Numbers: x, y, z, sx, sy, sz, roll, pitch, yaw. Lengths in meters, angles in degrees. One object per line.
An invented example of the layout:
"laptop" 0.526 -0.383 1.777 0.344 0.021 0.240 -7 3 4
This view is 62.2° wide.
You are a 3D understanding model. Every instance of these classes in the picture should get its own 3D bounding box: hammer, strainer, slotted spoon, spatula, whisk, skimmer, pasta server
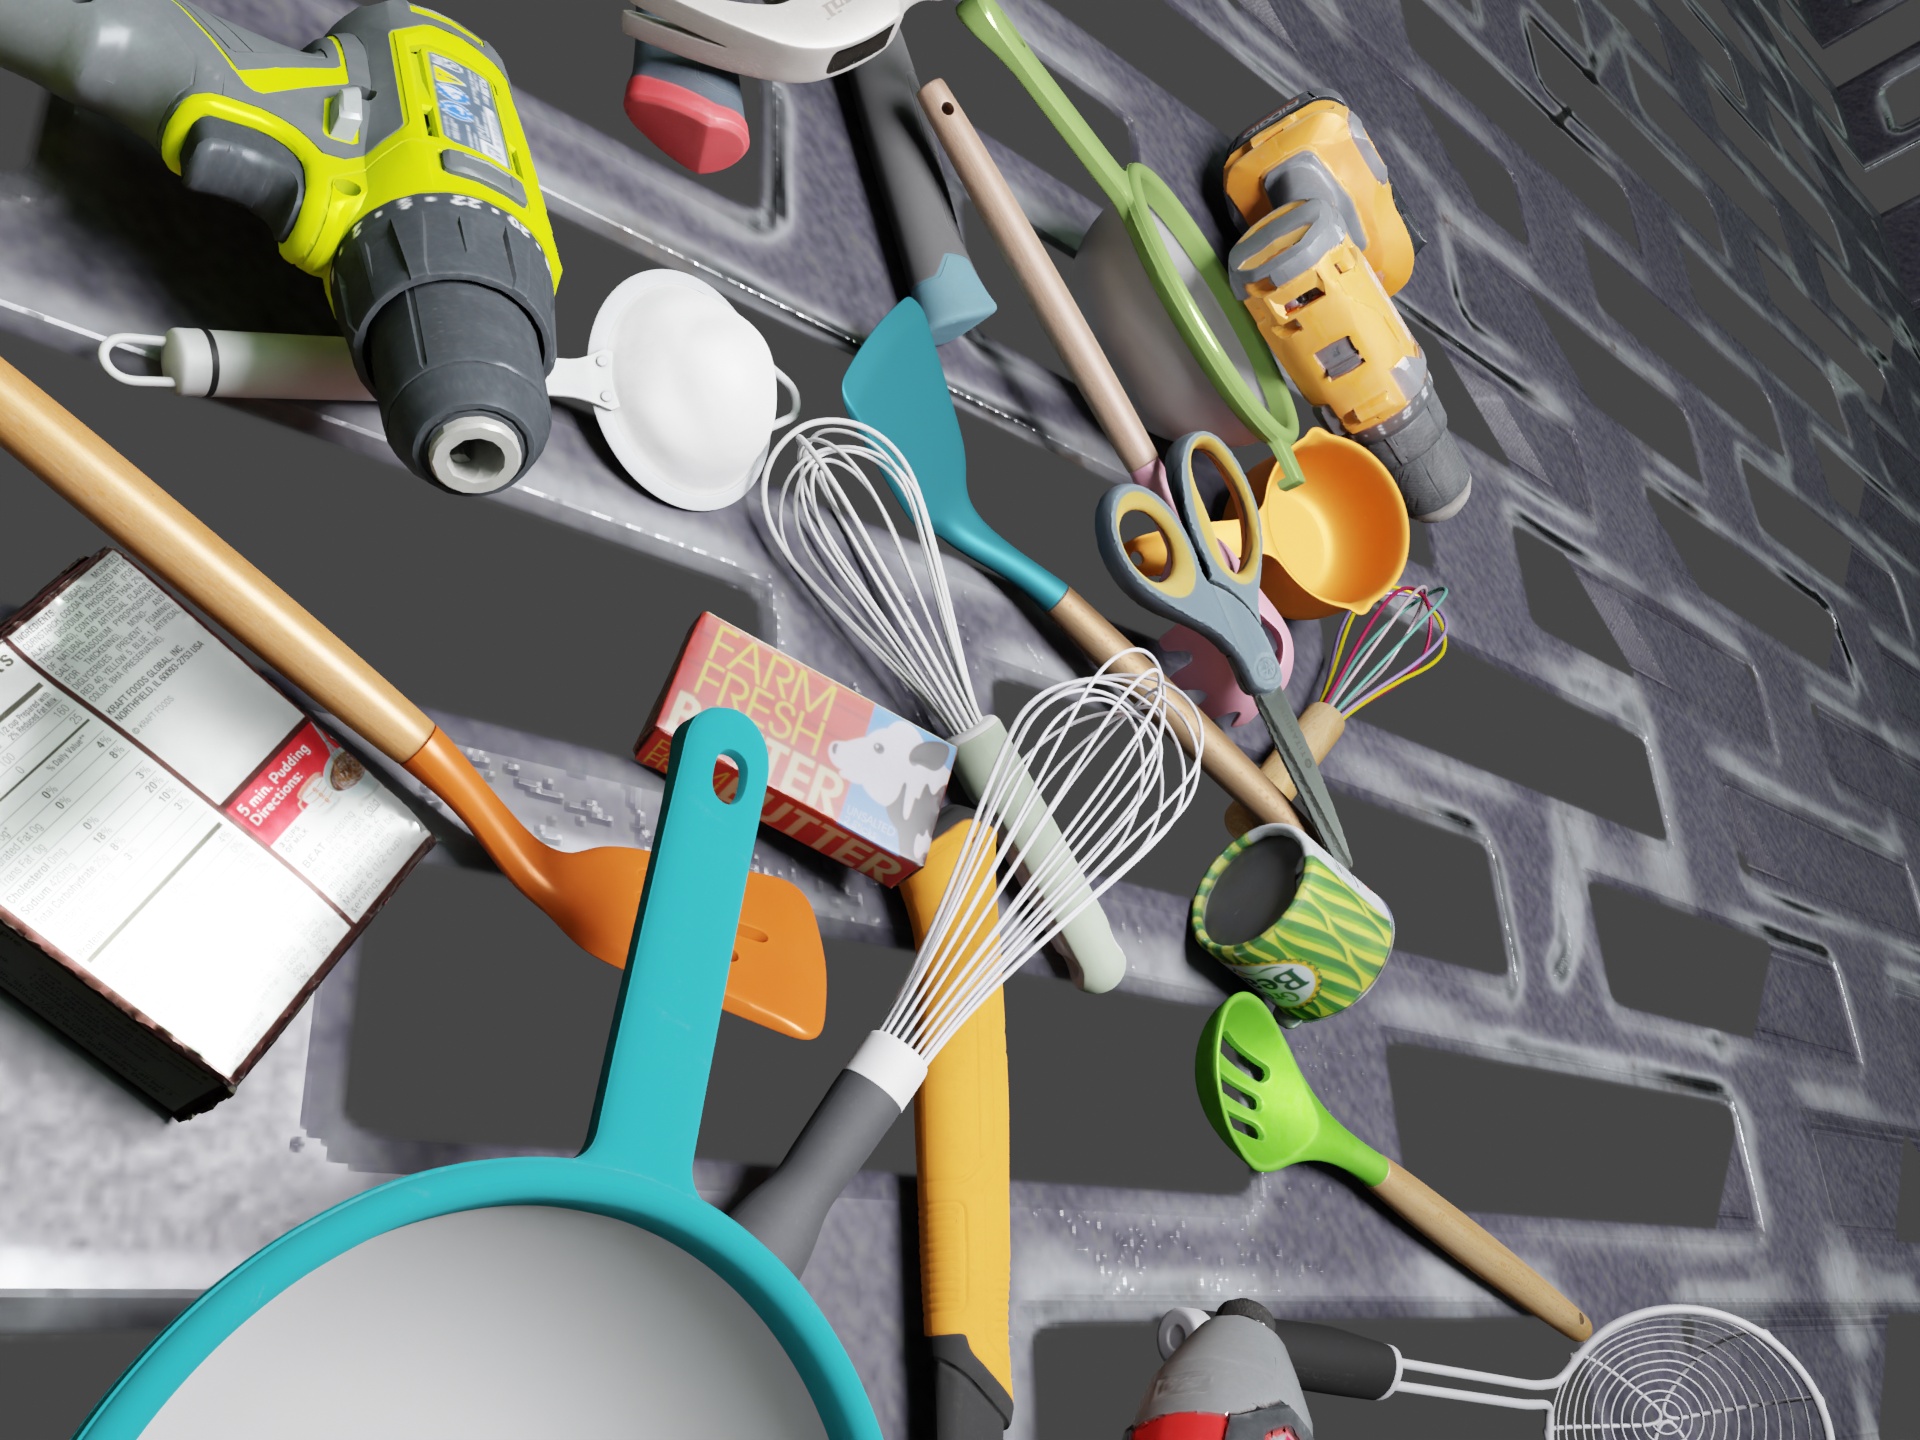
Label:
"hammer" -0.146 -0.375 0.595 0.130 0.031 0.331 -42 91 -23
"strainer" -0.139 -0.111 0.517 0.258 0.050 0.087 -9 92 -44
"hammer" -0.044 -0.322 0.717 0.128 0.033 0.331 -4 74 -47
"slotted spoon" 0.199 0.214 0.709 0.313 0.031 0.070 39 48 -28
"hammer" 0.008 0.191 0.522 0.127 0.034 0.337 18 59 -38
"strainer" 0.063 -0.211 0.725 0.256 0.069 0.152 42 30 -34
"spatula" 0.065 -0.038 0.671 0.317 0.044 0.082 43 42 -15
"whisk" -0.001 -0.002 0.603 0.059 0.058 0.246 -31 98 -14
"spatula" -0.160 -0.015 0.432 0.322 0.041 0.081 45 13 -25
"strainer" -0.109 0.153 0.377 0.210 0.095 0.341 32 51 -34
"skimmer" 0.234 0.290 0.660 0.363 0.090 0.127 23 87 -34
"whisk" 0.196 -0.009 0.802 0.245 0.051 0.047 -42 108 -44
"hammer" -0.116 -0.405 0.651 0.143 0.038 0.386 -7 78 -19
"pasta server" 0.065 -0.136 0.706 0.060 0.040 0.316 -34 100 -16
"whisk" -0.005 0.086 0.507 0.070 0.070 0.285 47 63 -19

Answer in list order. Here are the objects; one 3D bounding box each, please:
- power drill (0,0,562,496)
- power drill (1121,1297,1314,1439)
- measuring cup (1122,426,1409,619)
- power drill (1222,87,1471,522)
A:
"power drill" -0.209 -0.152 0.403 0.228 0.080 0.191 16 38 -39
"power drill" 0.120 0.306 0.518 0.219 0.078 0.143 57 30 -17
"measuring cup" 0.138 -0.086 0.782 0.173 0.052 0.095 -12 86 -24
"power drill" 0.212 -0.224 0.859 0.185 0.084 0.226 48 31 -27
